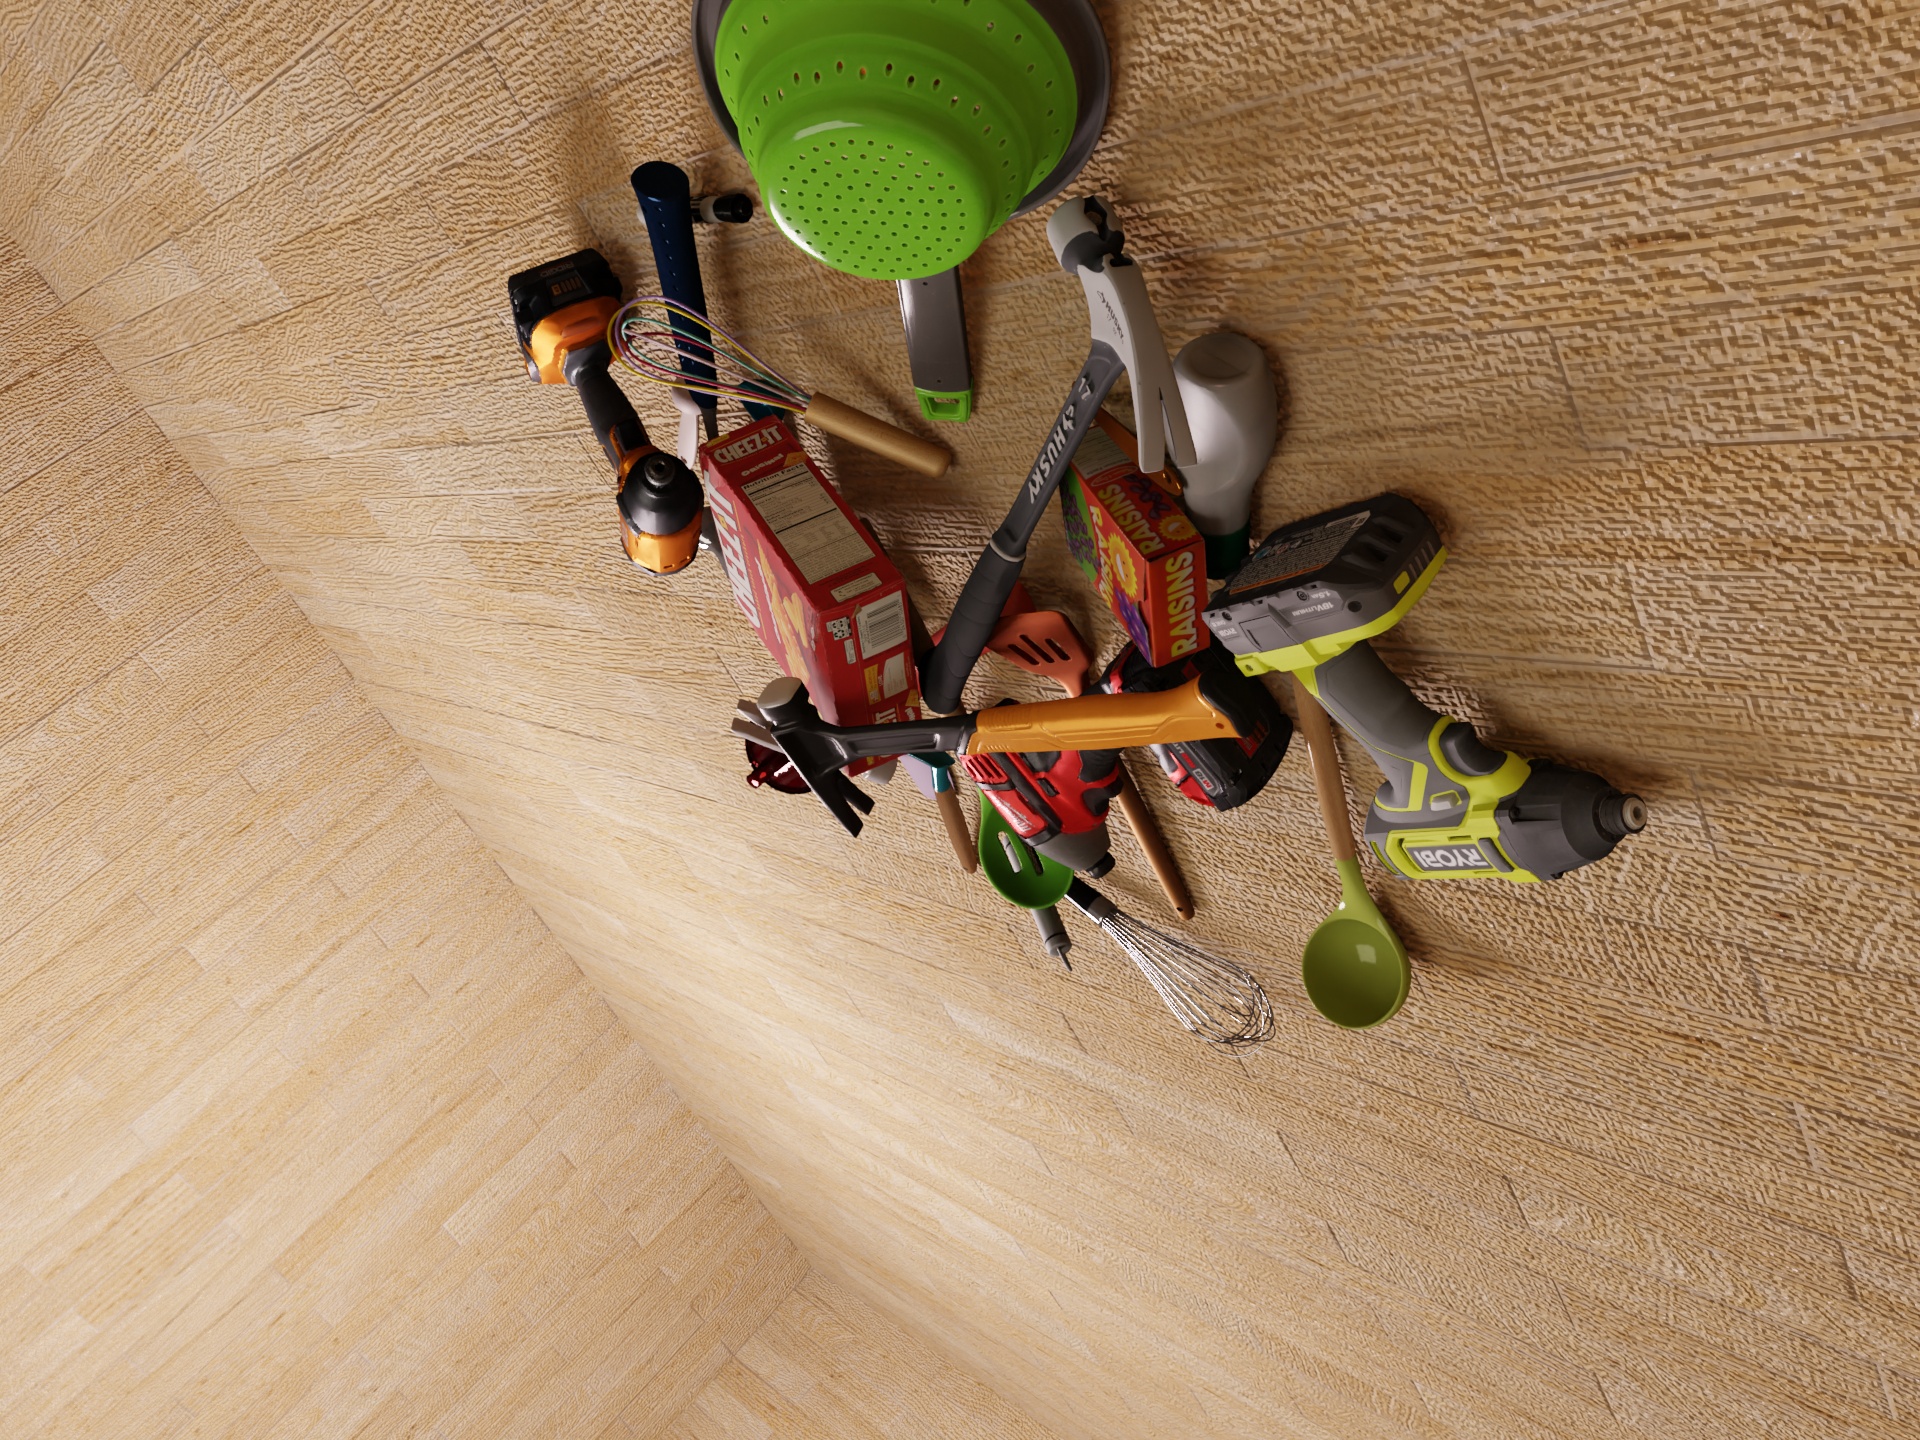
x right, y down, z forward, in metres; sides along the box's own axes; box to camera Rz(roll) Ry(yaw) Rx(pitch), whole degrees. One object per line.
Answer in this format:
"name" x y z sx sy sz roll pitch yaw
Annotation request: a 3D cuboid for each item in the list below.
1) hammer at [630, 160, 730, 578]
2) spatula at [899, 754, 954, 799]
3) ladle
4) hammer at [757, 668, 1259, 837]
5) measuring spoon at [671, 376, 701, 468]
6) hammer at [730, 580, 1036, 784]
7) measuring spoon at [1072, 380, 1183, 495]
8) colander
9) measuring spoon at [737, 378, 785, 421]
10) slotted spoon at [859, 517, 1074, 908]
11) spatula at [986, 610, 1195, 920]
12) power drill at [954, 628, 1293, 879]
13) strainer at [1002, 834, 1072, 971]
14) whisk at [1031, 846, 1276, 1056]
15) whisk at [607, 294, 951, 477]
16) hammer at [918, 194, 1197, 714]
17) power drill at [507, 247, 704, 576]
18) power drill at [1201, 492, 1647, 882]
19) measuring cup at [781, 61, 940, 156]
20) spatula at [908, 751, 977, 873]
"hammer" -0.184 -0.229 1.181 0.144 0.035 0.405 49 159 27
"spatula" -0.084 -0.049 1.353 0.060 0.018 0.315 4 133 47
"ladle" 0.233 0.073 1.008 0.078 0.062 0.319 17 139 42
"hammer" 0.030 0.012 0.992 0.337 0.034 0.127 -6 130 35
"measuring spoon" -0.226 -0.237 1.298 0.034 0.018 0.124 42 155 8
"hammer" -0.053 -0.031 1.243 0.149 0.037 0.359 22 153 -20
"measuring spoon" 0.095 -0.159 0.889 0.117 0.011 0.021 53 166 41
"colander" -0.028 -0.245 0.828 0.204 0.095 0.396 5 156 7
"measuring spoon" -0.135 -0.213 1.204 0.042 0.021 0.128 35 161 29
"slotted spoon" -0.002 -0.004 1.143 0.070 0.031 0.313 -23 105 15
"spatula" 0.107 0.038 1.162 0.081 0.041 0.322 -7 127 34
"power drill" 0.103 0.027 1.051 0.143 0.078 0.219 51 140 -9
"strainer" 0.043 0.089 1.240 0.086 0.050 0.259 65 -178 -53
"whisk" 0.139 0.174 1.295 0.285 0.070 0.070 36 153 31
"whisk" -0.122 -0.216 1.065 0.245 0.047 0.051 24 142 -1
"hammer" 0.037 -0.109 0.945 0.408 0.036 0.149 118 136 -59
"power drill" -0.259 -0.232 1.196 0.226 0.084 0.164 64 165 6
"power drill" 0.248 -0.006 0.853 0.223 0.080 0.171 49 154 -15
"measuring cup" -0.065 -0.381 0.813 0.095 0.052 0.173 17 140 46
"spatula" -0.020 0.073 1.345 0.082 0.044 0.317 27 160 22
